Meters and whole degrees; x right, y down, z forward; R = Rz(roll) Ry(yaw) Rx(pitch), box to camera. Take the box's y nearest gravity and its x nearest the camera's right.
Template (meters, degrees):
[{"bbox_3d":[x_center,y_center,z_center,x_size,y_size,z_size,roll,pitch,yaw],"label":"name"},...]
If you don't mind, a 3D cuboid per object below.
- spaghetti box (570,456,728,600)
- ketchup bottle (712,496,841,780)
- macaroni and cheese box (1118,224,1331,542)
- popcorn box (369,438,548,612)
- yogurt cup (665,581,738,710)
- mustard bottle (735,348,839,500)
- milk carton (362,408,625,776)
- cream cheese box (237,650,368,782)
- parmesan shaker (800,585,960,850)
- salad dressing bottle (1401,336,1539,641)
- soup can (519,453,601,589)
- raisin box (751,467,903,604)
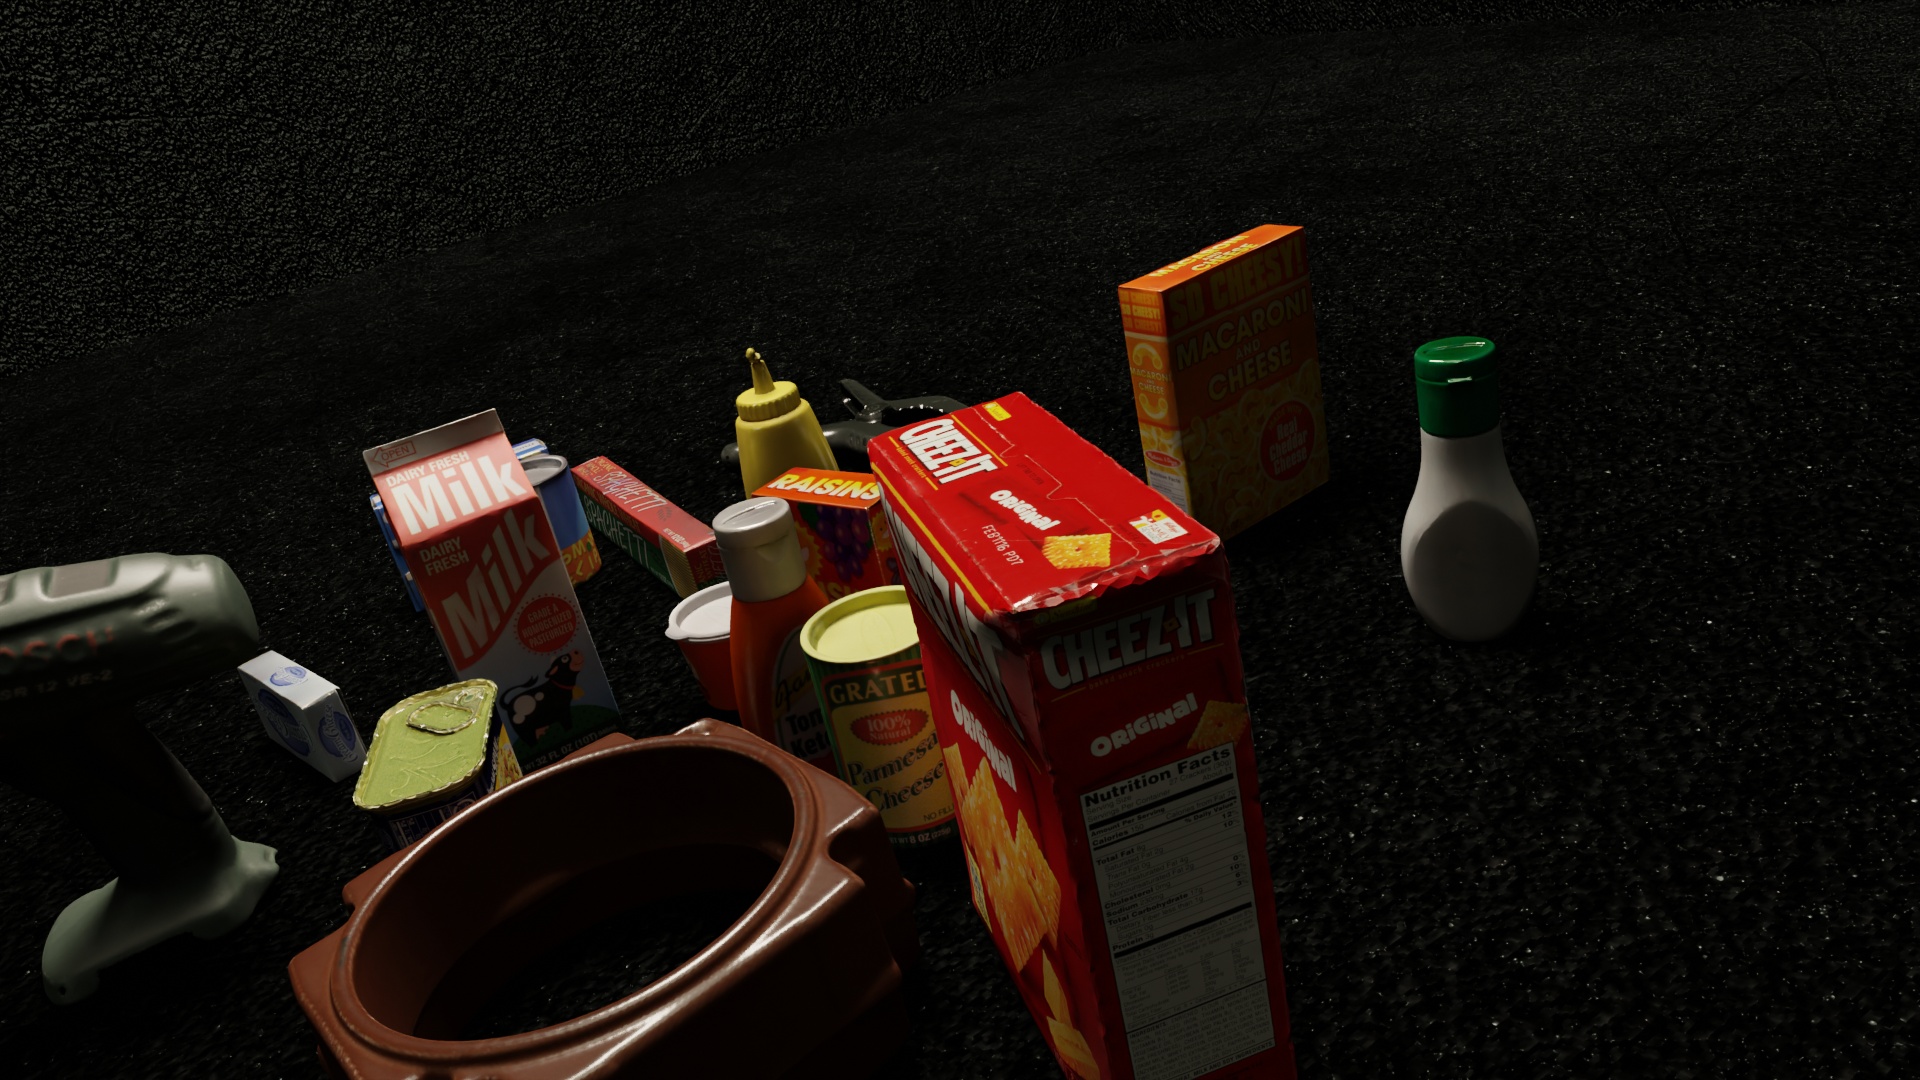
[{"bbox_3d":[-0.222,-0.009,0.985,0.029,0.050,0.250,-25,27,-25],"label":"spaghetti box"},{"bbox_3d":[-0.082,0.053,0.665,0.065,0.148,0.043,-26,27,-27],"label":"ketchup bottle"},{"bbox_3d":[0.162,-0.092,0.838,0.124,0.165,0.040,-27,28,-29],"label":"macaroni and cheese box"},{"bbox_3d":[-0.352,-0.013,1.015,0.127,0.085,0.038,-24,26,-23],"label":"popcorn box"},{"bbox_3d":[-0.125,0.060,0.786,0.072,0.053,0.073,-11,24,5],"label":"yogurt cup"},{"bbox_3d":[-0.110,-0.049,0.886,0.065,0.159,0.049,-18,24,-10],"label":"mustard bottle"},{"bbox_3d":[-0.253,0.027,0.754,0.072,0.189,0.073,-23,26,-22],"label":"milk carton"},{"bbox_3d":[-0.388,0.103,0.821,0.104,0.053,0.024,12,34,43],"label":"cream cheese box"},{"bbox_3d":[-0.026,0.080,0.633,0.071,0.102,0.071,-11,24,5],"label":"parmesan shaker"},{"bbox_3d":[0.245,-0.024,0.674,0.064,0.147,0.044,-6,25,16],"label":"salad dressing bottle"},{"bbox_3d":[-0.298,-0.011,0.987,0.071,0.083,0.071,-11,24,5],"label":"soup can"},{"bbox_3d":[-0.055,0.026,0.742,0.086,0.123,0.040,8,31,38],"label":"raisin box"}]
